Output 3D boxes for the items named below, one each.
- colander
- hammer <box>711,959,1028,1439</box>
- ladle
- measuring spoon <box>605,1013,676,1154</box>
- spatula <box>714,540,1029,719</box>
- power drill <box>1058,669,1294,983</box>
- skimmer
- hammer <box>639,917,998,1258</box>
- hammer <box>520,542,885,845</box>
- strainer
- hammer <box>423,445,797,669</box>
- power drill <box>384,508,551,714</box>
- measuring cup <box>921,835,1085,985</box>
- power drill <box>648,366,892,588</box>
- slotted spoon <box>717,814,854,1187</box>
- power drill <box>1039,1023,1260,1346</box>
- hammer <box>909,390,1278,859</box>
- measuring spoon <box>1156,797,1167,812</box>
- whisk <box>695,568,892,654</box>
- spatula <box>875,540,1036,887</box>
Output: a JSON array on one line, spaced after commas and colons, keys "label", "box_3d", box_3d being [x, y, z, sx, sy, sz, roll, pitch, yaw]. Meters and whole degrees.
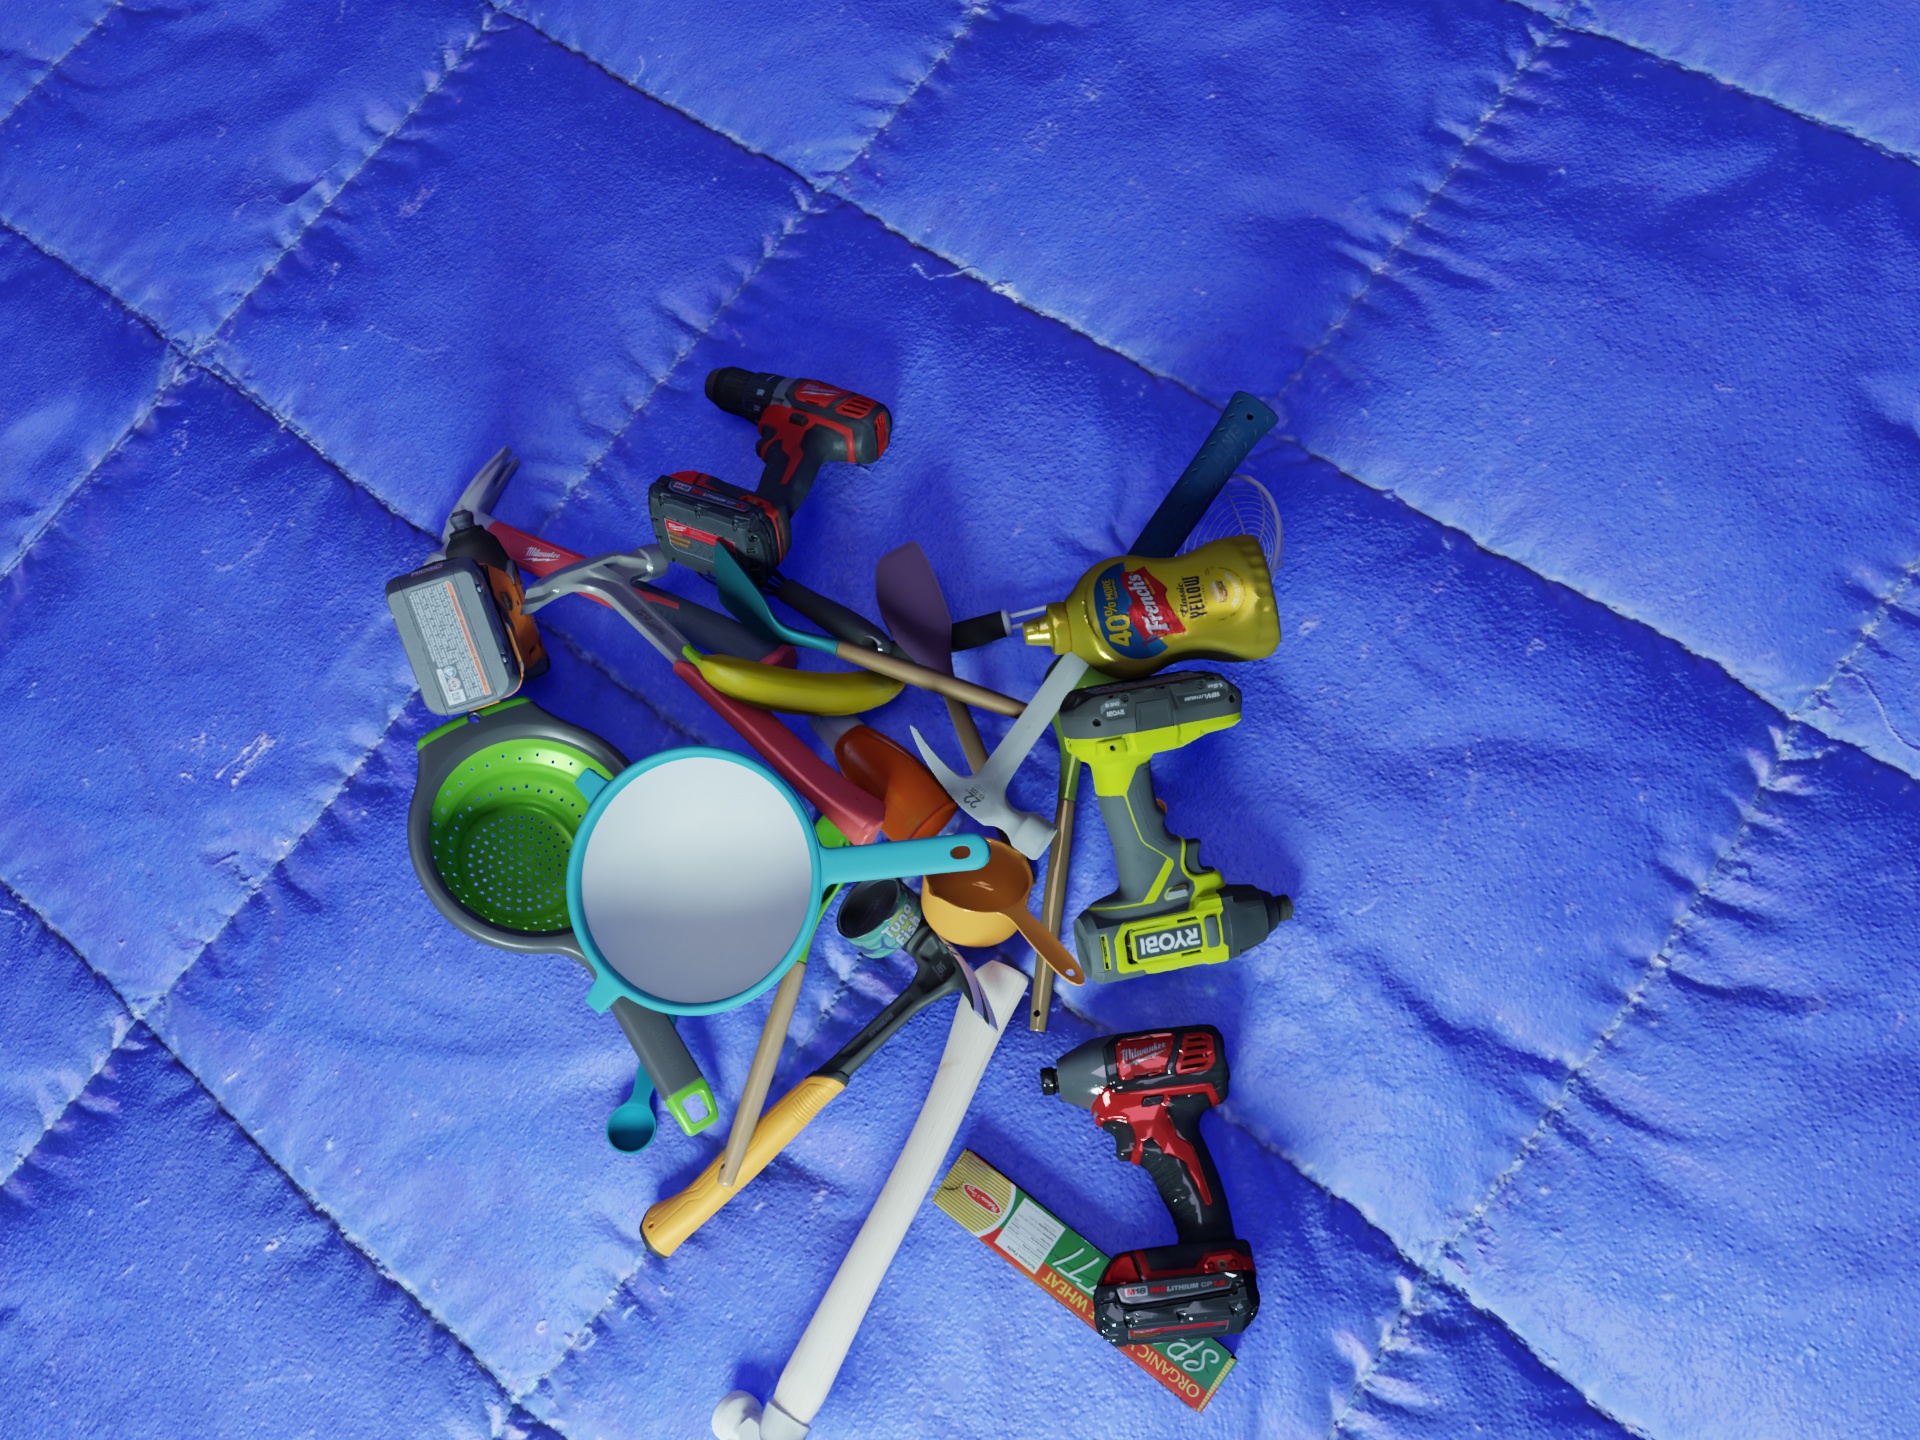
[{"label": "colander", "box_3d": [-0.323, 0.175, 1.337, 0.204, 0.094, 0.397, -27, 80, -32]}, {"label": "hammer", "box_3d": [-0.045, 0.375, 1.204, 0.146, 0.038, 0.411, 8, 65, 50]}, {"label": "ladle", "box_3d": [0.087, 0.093, 1.302, 0.078, 0.062, 0.320, 4, 80, 23]}, {"label": "measuring spoon", "box_3d": [-0.258, 0.298, 1.322, 0.042, 0.021, 0.129, 10, 64, 10]}, {"label": "spatula", "box_3d": [-0.073, -0.061, 1.332, 0.317, 0.082, 0.044, 20, 53, 10]}, {"label": "power drill", "box_3d": [0.164, 0.079, 1.224, 0.171, 0.080, 0.223, -10, 97, -10]}, {"label": "skimmer", "box_3d": [0.092, -0.110, 1.344, 0.363, 0.090, 0.127, -14, 69, 8]}, {"label": "hammer", "box_3d": [-0.119, 0.306, 1.256, 0.337, 0.034, 0.127, -43, 37, 0]}, {"label": "hammer", "box_3d": [-0.203, -0.017, 1.336, 0.359, 0.036, 0.149, 42, 42, 17]}, {"label": "strainer", "box_3d": [-0.139, 0.122, 1.271, 0.340, 0.095, 0.211, -7, 81, 9]}, {"label": "hammer", "box_3d": [-0.313, -0.135, 1.475, 0.386, 0.038, 0.143, 23, 75, 19]}, {"label": "power drill", "box_3d": [-0.418, -0.096, 1.358, 0.084, 0.226, 0.164, -17, 101, -2]}, {"label": "measuring cup", "box_3d": [0.037, 0.165, 1.255, 0.095, 0.052, 0.174, -21, 49, -32]}, {"label": "power drill", "box_3d": [-0.190, -0.235, 1.433, 0.188, 0.080, 0.227, 20, 53, 18]}, {"label": "slotted spoon", "box_3d": [-0.140, 0.221, 1.285, 0.070, 0.031, 0.314, -17, 50, 52]}, {"label": "power drill", "box_3d": [0.138, 0.334, 1.167, 0.143, 0.078, 0.220, -7, 58, 2]}, {"label": "hammer", "box_3d": [0.118, -0.094, 1.278, 0.144, 0.035, 0.405, 35, 87, 8]}, {"label": "measuring spoon", "box_3d": [0.133, 0.041, 1.326, 0.021, 0.011, 0.117, -41, 63, 4]}, {"label": "whisk", "box_3d": [-0.155, -0.112, 1.415, 0.239, 0.055, 0.055, 30, 80, 25]}, {"label": "spatula", "box_3d": [-0.002, -0.004, 1.343, 0.060, 0.018, 0.316, -27, 76, 19]}]
